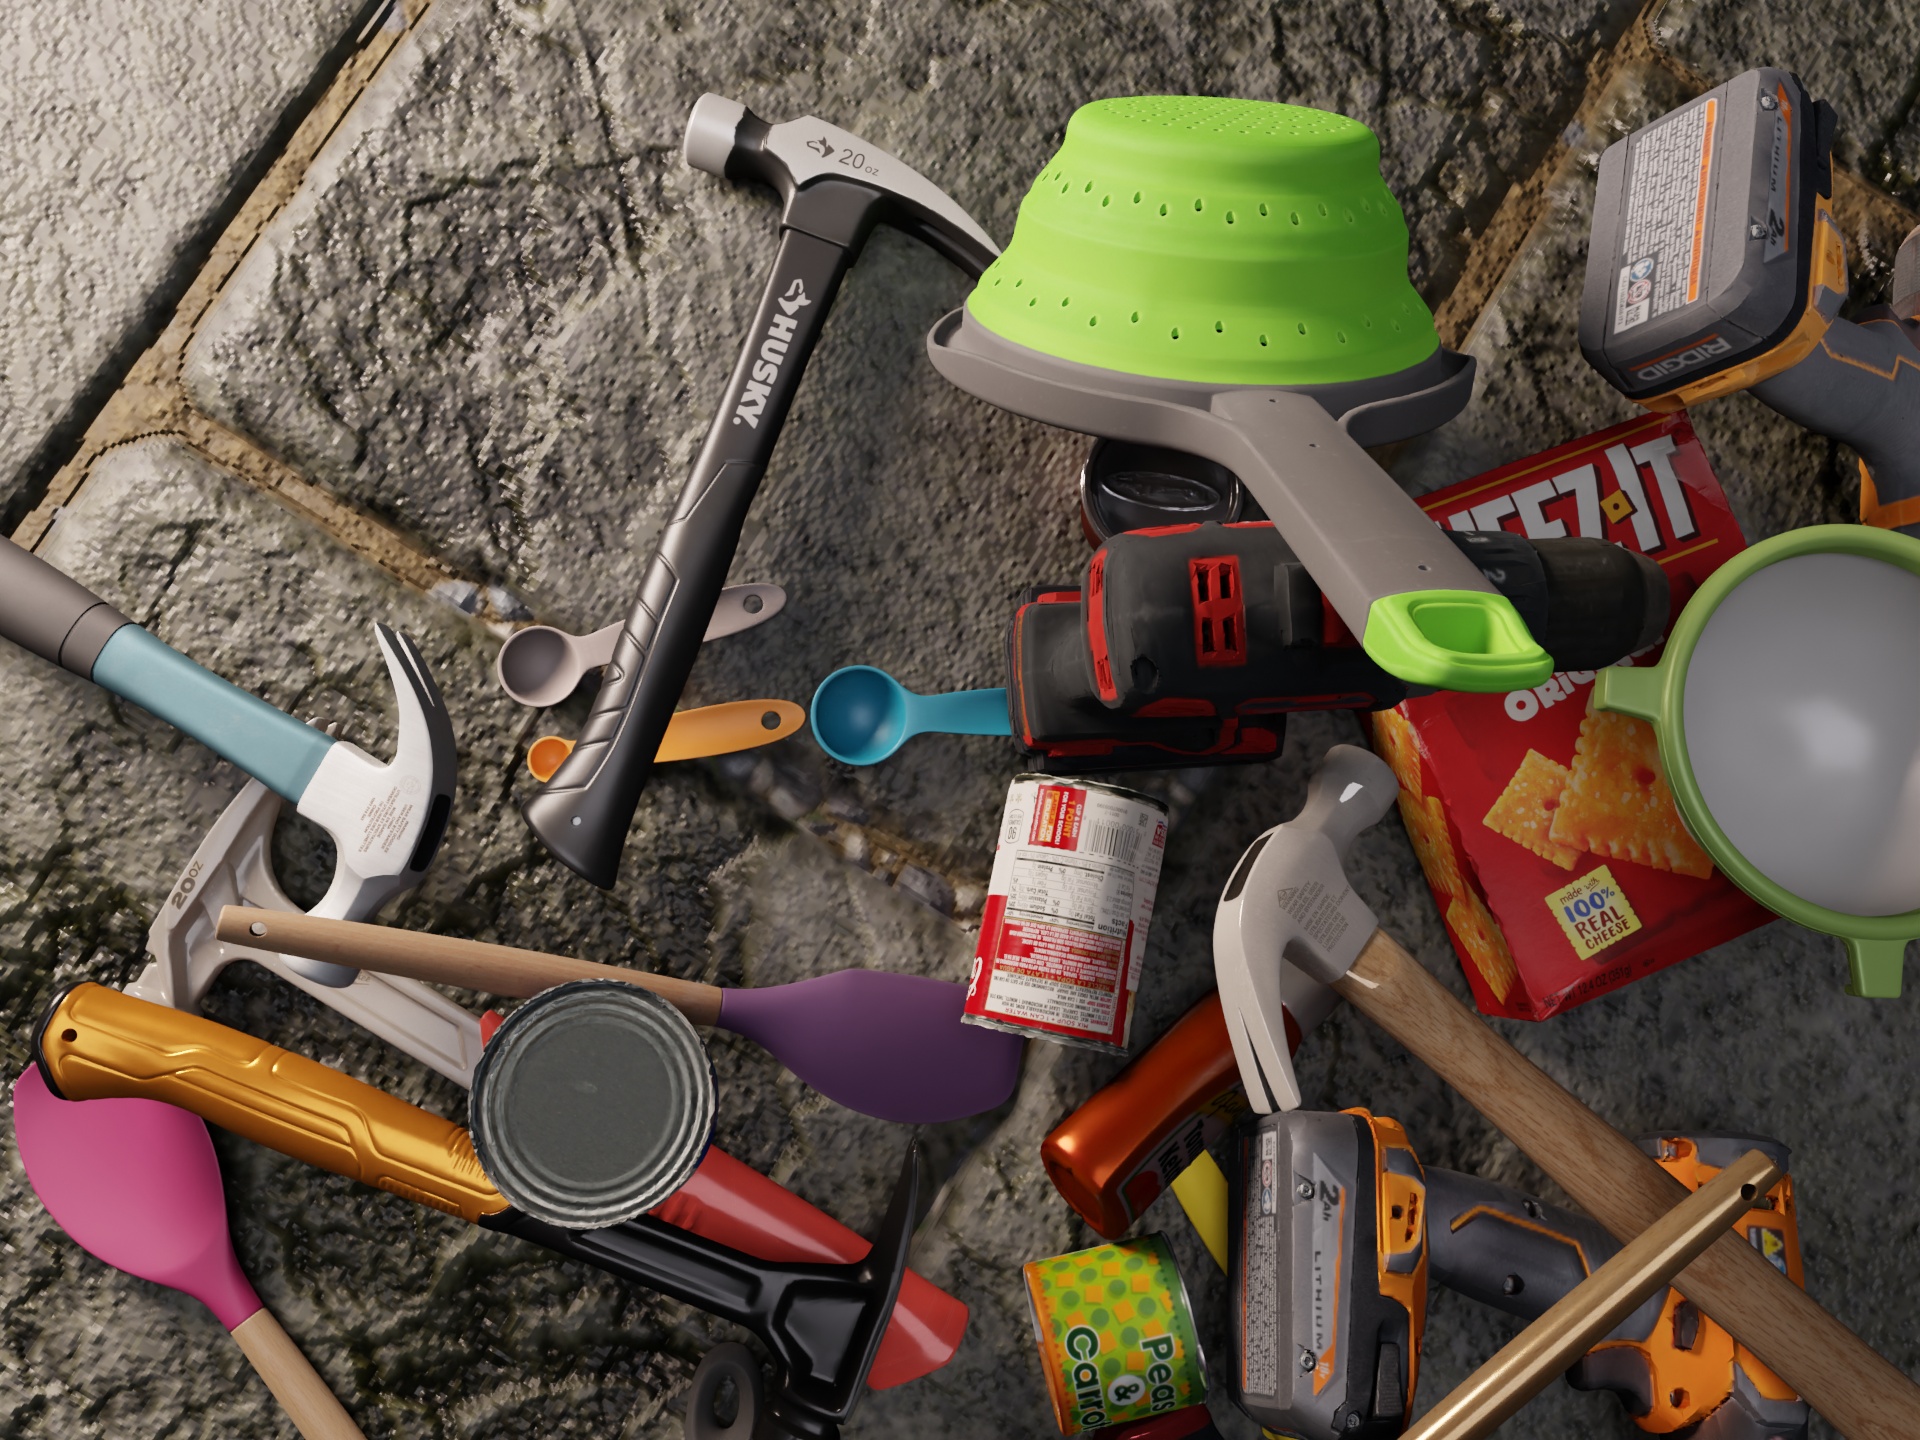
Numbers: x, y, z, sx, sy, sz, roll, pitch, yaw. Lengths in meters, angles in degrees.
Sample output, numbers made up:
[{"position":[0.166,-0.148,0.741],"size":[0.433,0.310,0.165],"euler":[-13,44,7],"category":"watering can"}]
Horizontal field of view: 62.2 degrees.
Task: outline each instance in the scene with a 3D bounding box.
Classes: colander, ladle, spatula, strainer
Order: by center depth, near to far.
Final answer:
[{"position":[0.100,-0.135,0.514],"size":[0.204,0.397,0.094],"euler":[-1,119,-7],"category":"colander"},{"position":[0.154,0.252,0.528],"size":[0.320,0.062,0.078],"euler":[-39,92,-3],"category":"ladle"},{"position":[0.360,-0.026,0.605],"size":[0.256,0.069,0.151],"euler":[-40,86,-10],"category":"strainer"},{"position":[-0.120,0.109,0.617],"size":[0.315,0.018,0.060],"euler":[14,82,-19],"category":"spatula"}]

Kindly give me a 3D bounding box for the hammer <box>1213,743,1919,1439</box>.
[{"position":[0.228,0.162,0.584],"size":[0.331,0.031,0.130],"euler":[41,66,0],"category":"hammer"}]

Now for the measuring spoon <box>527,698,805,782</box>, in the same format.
[{"position":[-0.123,0.008,0.671],"size":[0.117,0.011,0.021],"euler":[-10,85,-8],"category":"measuring spoon"}]

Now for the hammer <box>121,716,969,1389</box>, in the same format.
[{"position":[-0.152,0.149,0.641],"size":[0.359,0.036,0.149],"euler":[31,83,0],"category":"hammer"}]

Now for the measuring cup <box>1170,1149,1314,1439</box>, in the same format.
[{"position":[0.127,0.236,0.652],"size":[0.062,0.029,0.156],"euler":[-31,88,-6],"category":"measuring cup"}]

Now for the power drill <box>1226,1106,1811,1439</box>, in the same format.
[{"position":[0.222,0.236,0.615],"size":[0.226,0.084,0.164],"euler":[8,69,-9],"category":"power drill"}]

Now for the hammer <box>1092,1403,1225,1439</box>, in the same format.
[{"position":[0.198,0.419,0.635],"size":[0.386,0.038,0.143],"euler":[40,85,1],"category":"hammer"}]

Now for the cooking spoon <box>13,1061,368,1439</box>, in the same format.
[{"position":[-0.268,0.258,0.631],"size":[0.069,0.017,0.319],"euler":[-38,87,-5],"category":"cooking spoon"}]

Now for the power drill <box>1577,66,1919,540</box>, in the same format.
[{"position":[0.360,-0.169,0.650],"size":[0.226,0.084,0.185],"euler":[25,67,-26],"category":"power drill"}]

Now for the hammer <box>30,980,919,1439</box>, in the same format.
[{"position":[-0.183,0.165,0.602],"size":[0.337,0.034,0.127],"euler":[21,84,0],"category":"hammer"}]

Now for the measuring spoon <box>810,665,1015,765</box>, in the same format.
[{"position":[-0.001,-0.002,0.679],"size":[0.128,0.021,0.042],"euler":[-1,85,-13],"category":"measuring spoon"}]

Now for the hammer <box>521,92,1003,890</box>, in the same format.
[{"position":[-0.095,-0.091,0.659],"size":[0.146,0.035,0.335],"euler":[20,79,-1],"category":"hammer"}]

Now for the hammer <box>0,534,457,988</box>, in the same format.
[{"position":[-0.344,-0.031,0.626],"size":[0.331,0.033,0.128],"euler":[29,84,7],"category":"hammer"}]

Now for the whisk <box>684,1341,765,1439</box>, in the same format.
[{"position":[-0.100,0.396,0.611],"size":[0.073,0.073,0.296],"euler":[4,78,-3],"category":"whisk"}]

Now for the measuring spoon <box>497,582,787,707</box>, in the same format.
[{"position":[-0.133,-0.034,0.674],"size":[0.124,0.018,0.034],"euler":[-17,85,-12],"category":"measuring spoon"}]

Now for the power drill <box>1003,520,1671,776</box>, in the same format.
[{"position":[0.118,-0.028,0.577],"size":[0.188,0.226,0.080],"euler":[-3,86,-11],"category":"power drill"}]
